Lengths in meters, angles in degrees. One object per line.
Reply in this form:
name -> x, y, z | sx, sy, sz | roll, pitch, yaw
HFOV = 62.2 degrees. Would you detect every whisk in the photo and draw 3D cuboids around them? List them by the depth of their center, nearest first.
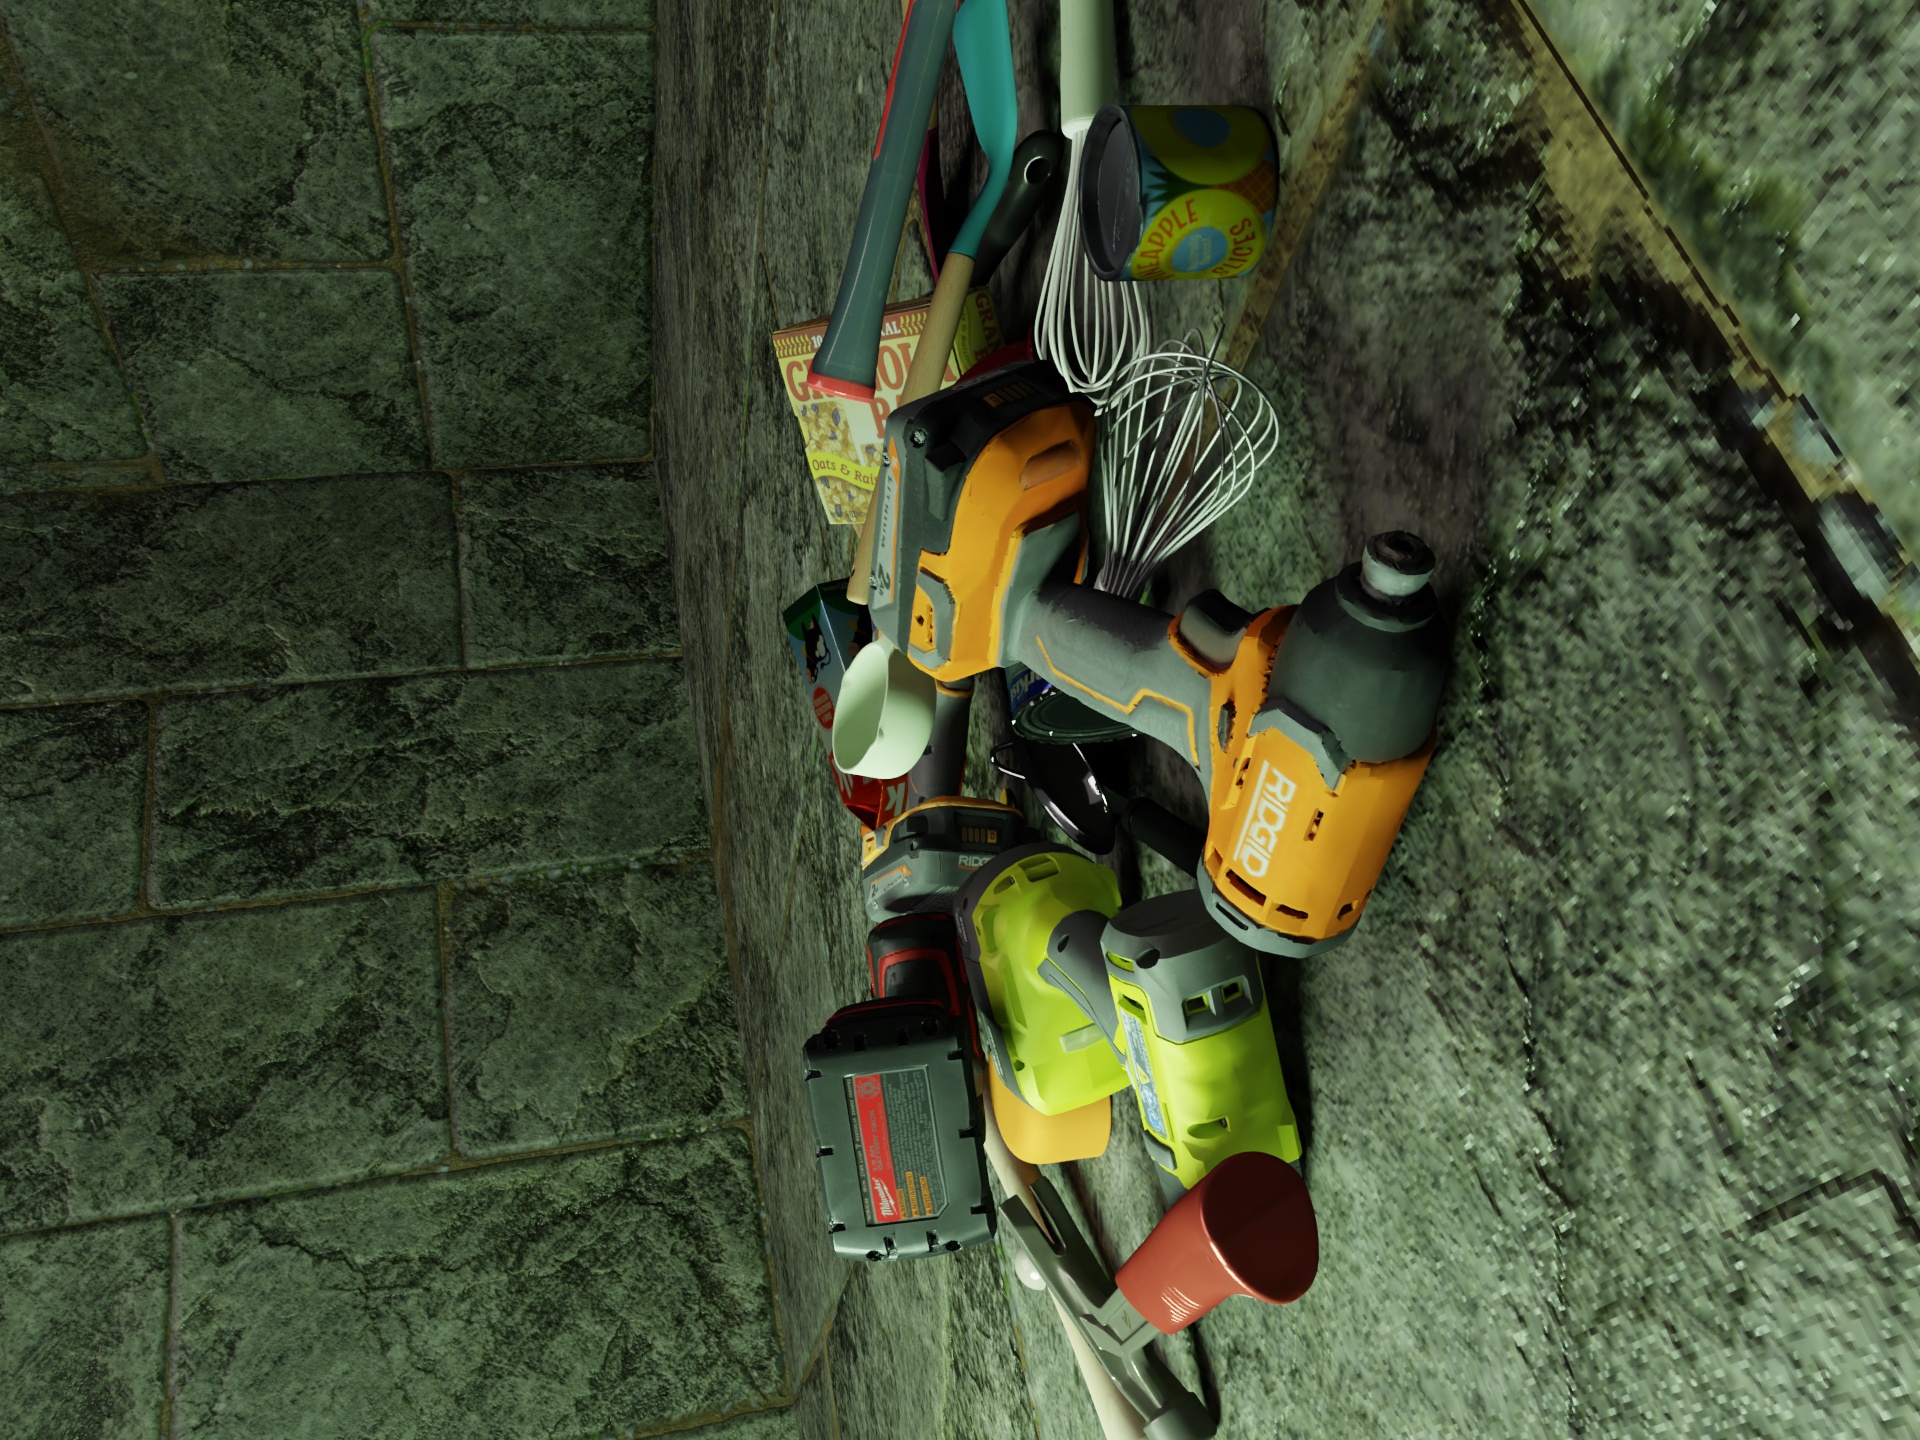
whisk -> 0.077, -0.073, 0.709 | 0.284, 0.070, 0.070 | 105, 156, -64
whisk -> 0.058, -0.263, 0.730 | 0.059, 0.057, 0.246 | -1, 90, 41
whisk -> 0.000, -0.253, 0.910 | 0.239, 0.055, 0.055 | 134, 130, -57

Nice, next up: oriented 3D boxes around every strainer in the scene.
strainer -> 0.084, 0.044, 0.749 | 0.259, 0.050, 0.086 | 36, 151, 63

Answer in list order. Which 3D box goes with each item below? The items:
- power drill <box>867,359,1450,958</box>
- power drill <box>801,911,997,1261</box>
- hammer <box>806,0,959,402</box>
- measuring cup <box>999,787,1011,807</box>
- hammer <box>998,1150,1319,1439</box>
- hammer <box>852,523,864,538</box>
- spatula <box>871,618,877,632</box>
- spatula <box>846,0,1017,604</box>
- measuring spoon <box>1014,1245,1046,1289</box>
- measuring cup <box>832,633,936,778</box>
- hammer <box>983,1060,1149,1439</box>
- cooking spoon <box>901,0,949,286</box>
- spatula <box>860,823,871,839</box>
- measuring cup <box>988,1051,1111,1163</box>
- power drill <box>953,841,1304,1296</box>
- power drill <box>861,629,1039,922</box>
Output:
power drill -> 0.069, -0.039, 0.569 | 0.227, 0.084, 0.164 | 40, 141, 29
power drill -> -0.020, 0.213, 0.854 | 0.227, 0.080, 0.188 | -48, -50, -85
hammer -> -0.011, -0.348, 0.778 | 0.143, 0.038, 0.386 | -137, 60, -68
measuring cup -> 0.041, 0.102, 0.978 | 0.157, 0.029, 0.062 | -93, 17, -45
hammer -> 0.078, 0.224, 0.654 | 0.149, 0.036, 0.358 | 54, 162, 22
hammer -> -0.074, -0.162, 1.296 | 0.332, 0.031, 0.130 | -114, 24, -52
spatula -> -0.050, -0.154, 1.115 | 0.059, 0.018, 0.316 | -58, 19, 25
spatula -> -0.017, -0.215, 0.813 | 0.082, 0.044, 0.317 | -166, 92, -72
measuring spoon -> 0.034, 0.329, 1.080 | 0.124, 0.018, 0.034 | -109, 20, -45
measuring cup -> -0.024, -0.042, 0.895 | 0.167, 0.038, 0.083 | -65, 26, 19
hammer -> 0.037, 0.278, 0.980 | 0.411, 0.038, 0.146 | -124, 19, -58
cooking spoon -> -0.021, -0.374, 0.938 | 0.318, 0.017, 0.069 | 84, 175, -57
spatula -> -0.007, 0.134, 1.124 | 0.323, 0.041, 0.081 | -156, 47, -72
measuring cup -> 0.036, 0.197, 0.957 | 0.174, 0.052, 0.095 | -132, 39, -64
power drill -> 0.077, 0.148, 0.731 | 0.223, 0.080, 0.171 | -159, 54, -70
power drill -> -0.002, -0.003, 0.962 | 0.185, 0.084, 0.226 | 136, 137, -61
